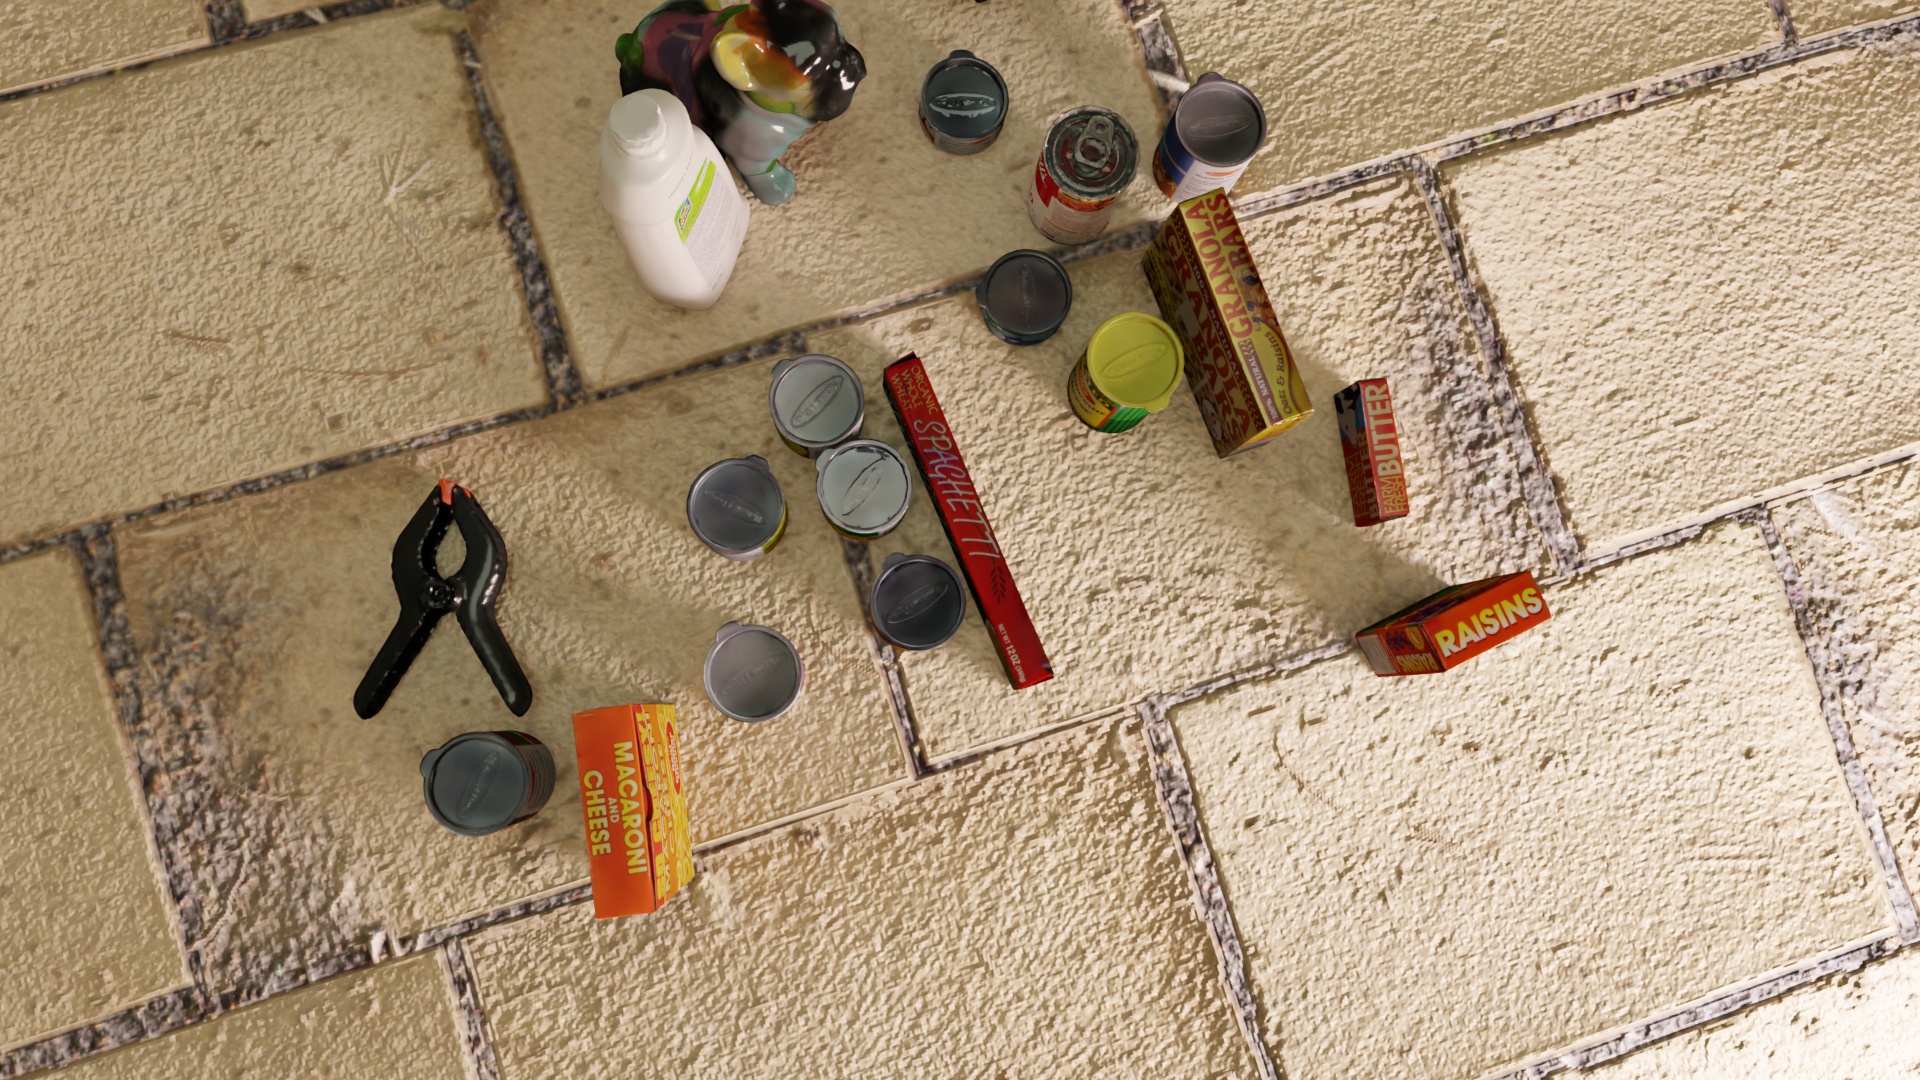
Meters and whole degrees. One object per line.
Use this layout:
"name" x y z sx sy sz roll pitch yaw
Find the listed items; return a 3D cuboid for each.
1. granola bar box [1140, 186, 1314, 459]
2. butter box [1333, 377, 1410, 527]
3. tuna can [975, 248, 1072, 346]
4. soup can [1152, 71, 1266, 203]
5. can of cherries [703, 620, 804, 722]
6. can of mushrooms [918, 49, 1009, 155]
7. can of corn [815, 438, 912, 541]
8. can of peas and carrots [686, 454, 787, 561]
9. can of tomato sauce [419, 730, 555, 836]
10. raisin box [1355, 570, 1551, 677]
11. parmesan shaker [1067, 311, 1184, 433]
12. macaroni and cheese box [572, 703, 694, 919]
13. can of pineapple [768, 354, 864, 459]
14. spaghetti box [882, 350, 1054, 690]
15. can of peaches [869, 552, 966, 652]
"granola bar box" 0.184 -0.148 0.981 0.039 0.124 0.165 -20 85 -6
"butter box" 0.300 -0.063 1.014 0.024 0.053 0.103 -7 83 -5
"tuna can" 0.045 -0.177 1.021 0.071 0.033 0.071 1 83 -4
"soup can" 0.181 -0.292 1.020 0.071 0.083 0.071 1 83 -4
"can of cherries" -0.142 0.090 0.960 0.071 0.058 0.071 1 83 -4
"can of mushrooms" 0.002 -0.326 1.037 0.071 0.033 0.071 1 83 -4
"can of corn" -0.070 -0.036 0.981 0.071 0.058 0.071 1 83 -4
"can of peas and carrots" -0.154 -0.023 0.973 0.071 0.058 0.071 1 83 -4
"can of tomato sauce" -0.314 0.160 0.926 0.071 0.083 0.071 1 83 -4
"raisin box" 0.340 0.059 0.966 0.086 0.123 0.040 -25 86 -7
"parmesan shaker" 0.115 -0.113 0.982 0.071 0.103 0.071 0 83 -4
"macaroni and cheese box" -0.206 0.167 0.891 0.040 0.166 0.124 -8 84 -5
"can of pineapple" -0.102 -0.095 0.987 0.071 0.058 0.071 1 83 -4
"spaghetti box" 0.004 -0.012 0.988 0.029 0.050 0.250 -23 85 -6
"can of peaches" -0.032 0.043 0.974 0.071 0.058 0.071 1 83 -4
